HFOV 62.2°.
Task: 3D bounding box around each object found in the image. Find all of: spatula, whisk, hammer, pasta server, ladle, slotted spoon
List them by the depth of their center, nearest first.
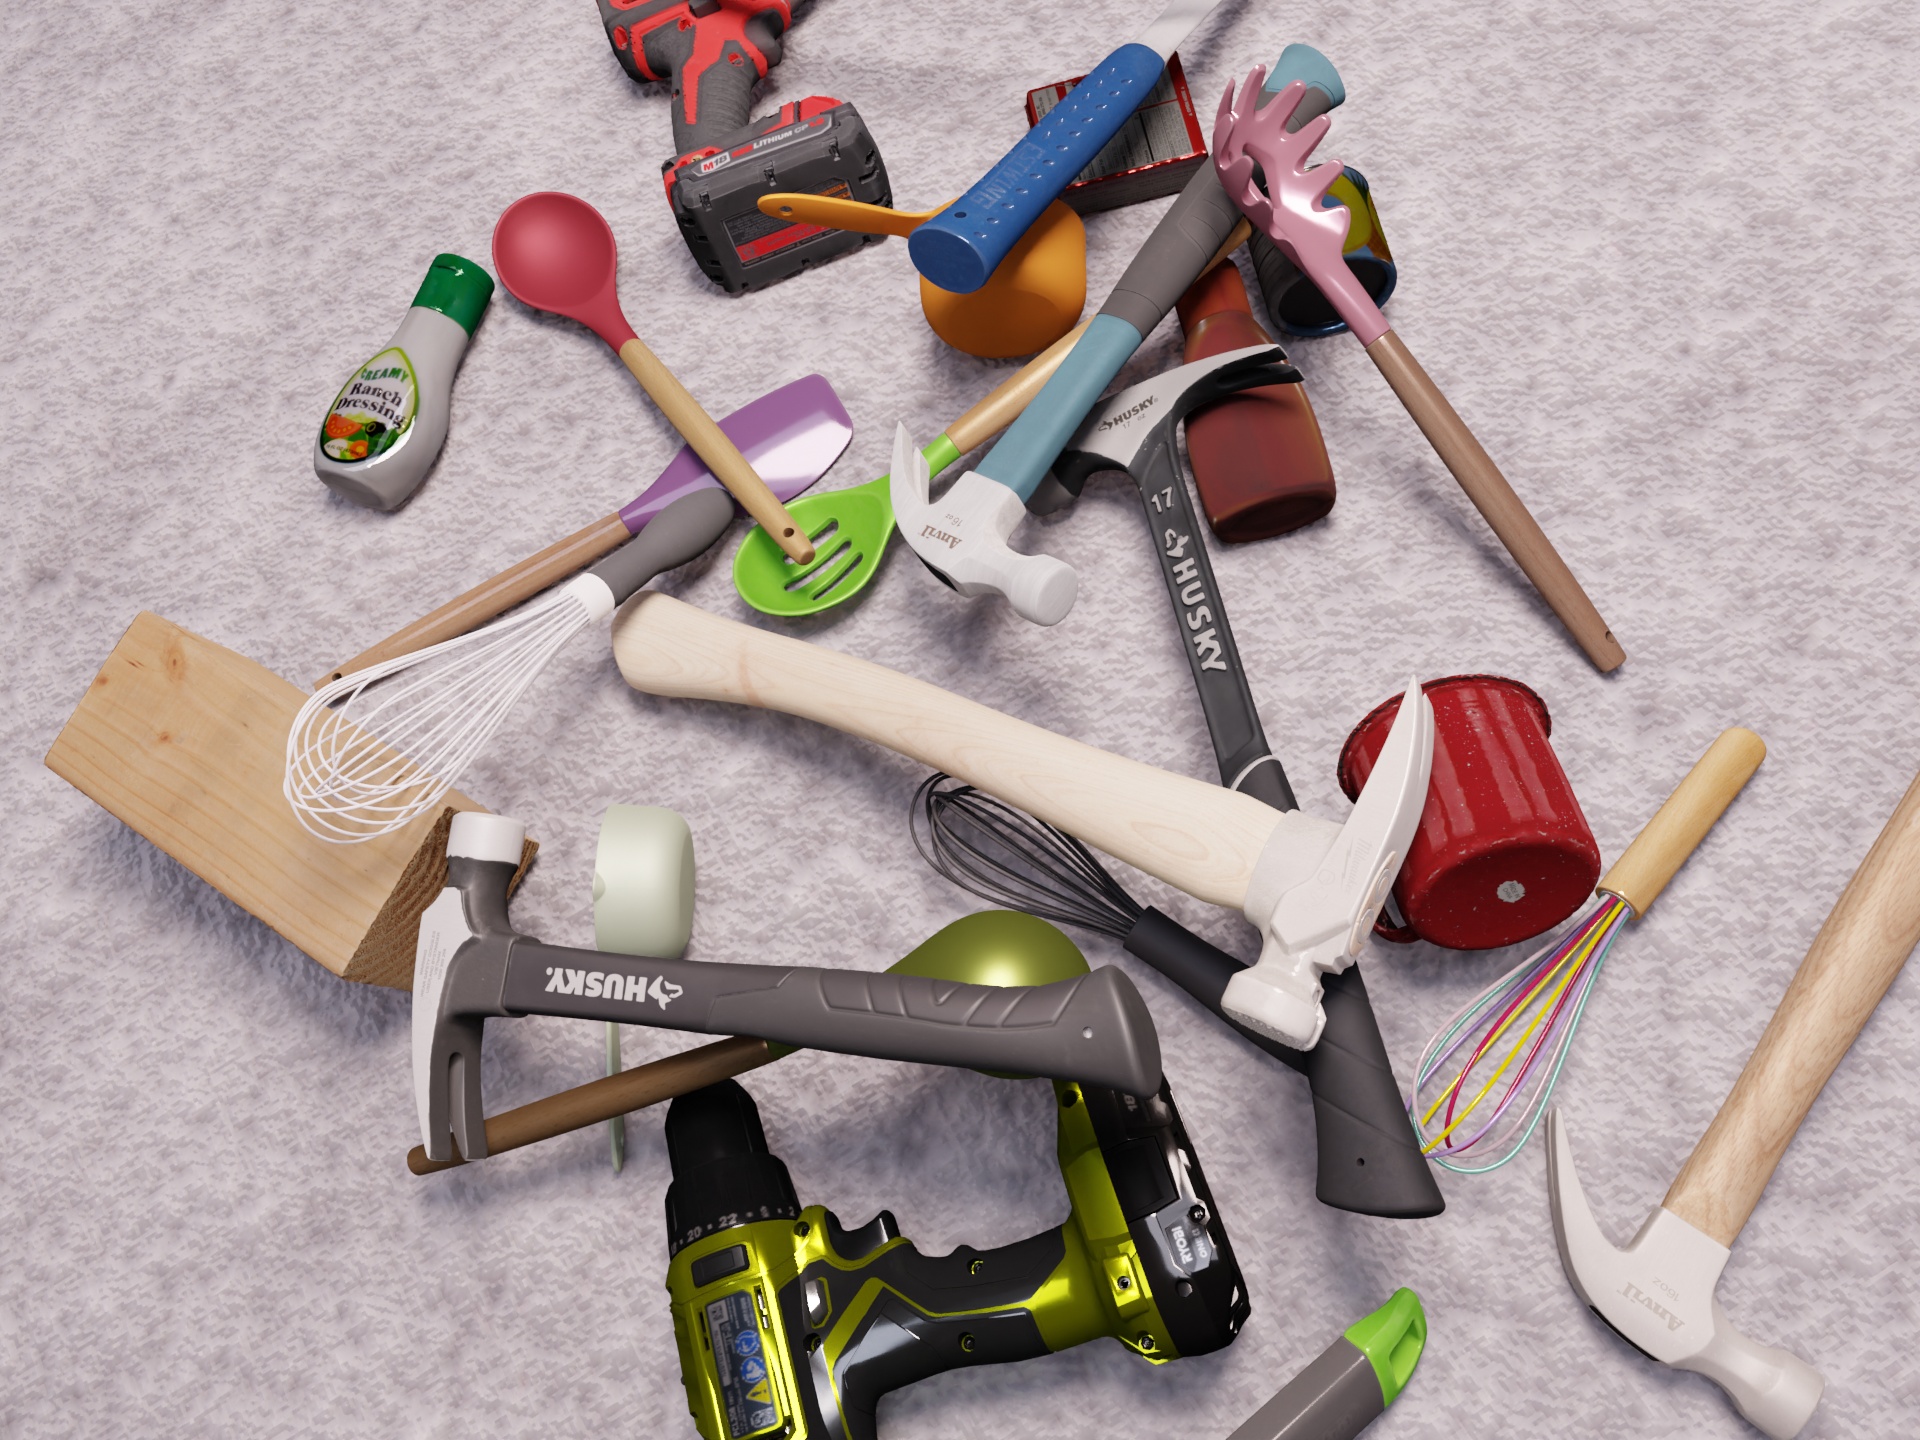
[{"bbox_3d":[-0.082,0.116,0.624,0.335,0.035,0.146,1,77,26],"label":"hammer"},{"bbox_3d":[0.356,0.112,0.654,0.130,0.031,0.331,33,77,20],"label":"hammer"},{"bbox_3d":[0.267,0.094,0.670,0.245,0.047,0.051,-46,52,-13],"label":"whisk"},{"bbox_3d":[-0.095,0.151,0.671,0.320,0.062,0.078,-21,31,16],"label":"ladle"},{"bbox_3d":[0.125,0.009,0.679,0.149,0.036,0.409,-28,56,25],"label":"hammer"},{"bbox_3d":[-0.001,-0.002,0.703,0.411,0.038,0.146,20,78,34],"label":"hammer"},{"bbox_3d":[0.078,0.095,0.706,0.239,0.055,0.055,32,78,16],"label":"whisk"},{"bbox_3d":[0.211,-0.155,0.723,0.060,0.040,0.316,-35,89,-31],"label":"pasta server"},{"bbox_3d":[-0.196,-0.039,0.741,0.070,0.070,0.285,27,46,19],"label":"whisk"},{"bbox_3d":[0.084,-0.196,0.758,0.128,0.033,0.331,27,75,36],"label":"hammer"},{"bbox_3d":[0.018,-0.153,0.803,0.314,0.031,0.070,-37,62,3],"label":"slotted spoon"},{"bbox_3d":[0.104,-0.346,0.821,0.144,0.035,0.406,26,58,17],"label":"hammer"},{"bbox_3d":[-0.200,-0.090,0.844,0.316,0.018,0.060,-29,76,-2],"label":"spatula"},{"bbox_3d":[-0.164,-0.186,0.856,0.069,0.031,0.316,-37,62,-5],"label":"ladle"}]

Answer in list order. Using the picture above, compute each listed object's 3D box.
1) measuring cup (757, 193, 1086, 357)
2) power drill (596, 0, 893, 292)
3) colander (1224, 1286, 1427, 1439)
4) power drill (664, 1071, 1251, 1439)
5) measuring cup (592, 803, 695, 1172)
[{"bbox_3d":[-0.017,-0.228,0.804,0.173,0.095,0.052,4,69,-20],"label":"measuring cup"},{"bbox_3d":[-0.118,-0.364,0.908,0.143,0.078,0.220,-21,63,2],"label":"power drill"},{"bbox_3d":[0.010,0.329,0.598,0.397,0.204,0.095,-33,31,-20],"label":"colander"},{"bbox_3d":[-0.014,0.210,0.659,0.228,0.080,0.191,-22,58,4],"label":"power drill"},{"bbox_3d":[-0.143,0.122,0.731,0.038,0.083,0.167,-1,84,-2],"label":"measuring cup"}]
